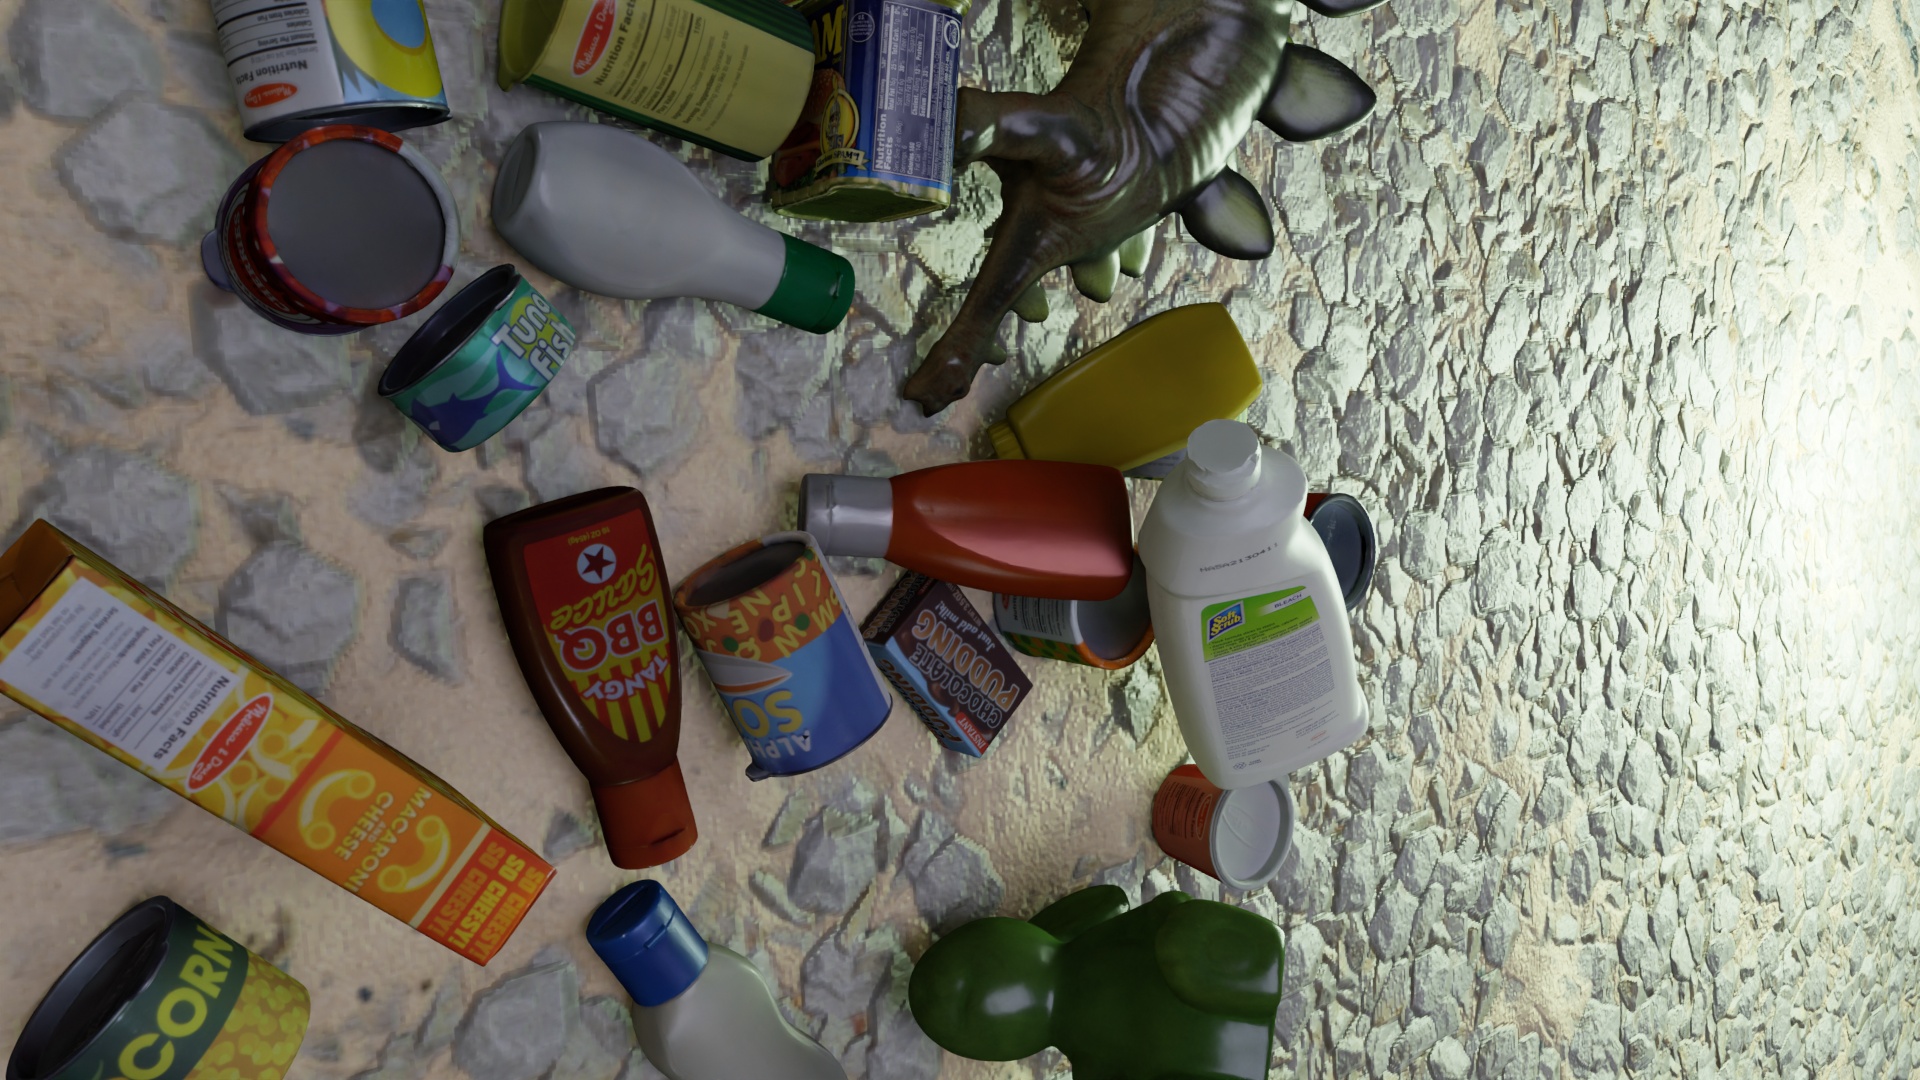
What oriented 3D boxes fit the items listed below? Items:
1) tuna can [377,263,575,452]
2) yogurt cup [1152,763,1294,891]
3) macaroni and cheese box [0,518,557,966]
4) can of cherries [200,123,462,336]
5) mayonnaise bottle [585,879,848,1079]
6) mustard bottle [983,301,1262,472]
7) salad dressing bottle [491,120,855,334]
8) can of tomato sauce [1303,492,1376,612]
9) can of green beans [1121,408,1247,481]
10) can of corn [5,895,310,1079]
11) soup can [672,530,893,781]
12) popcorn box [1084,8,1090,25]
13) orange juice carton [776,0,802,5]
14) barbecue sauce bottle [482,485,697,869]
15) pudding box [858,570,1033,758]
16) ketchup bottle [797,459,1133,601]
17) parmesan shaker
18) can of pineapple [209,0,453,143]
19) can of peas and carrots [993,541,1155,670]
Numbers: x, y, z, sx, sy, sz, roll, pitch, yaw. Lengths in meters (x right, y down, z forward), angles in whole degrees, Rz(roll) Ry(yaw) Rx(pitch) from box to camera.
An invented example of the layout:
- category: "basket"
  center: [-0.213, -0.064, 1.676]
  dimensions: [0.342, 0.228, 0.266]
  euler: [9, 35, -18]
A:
- category: "tuna can"
  center: [-0.173, -0.067, 0.503]
  dimensions: [0.032, 0.071, 0.071]
  euler: [48, 65, -32]
- category: "yogurt cup"
  center: [0.145, 0.157, 0.778]
  dimensions: [0.072, 0.054, 0.072]
  euler: [-3, 95, -38]
- category: "macaroni and cheese box"
  center: [-0.222, 0.063, 0.437]
  dimensions: [0.166, 0.123, 0.040]
  euler: [46, 69, -31]
- category: "can of cherries"
  center: [-0.215, -0.103, 0.475]
  dimensions: [0.071, 0.058, 0.071]
  euler: [-3, 94, -39]
- category: "mayonnaise bottle"
  center: [-0.104, 0.209, 0.593]
  dimensions: [0.065, 0.041, 0.147]
  euler: [-43, 116, -30]
- category: "mustard bottle"
  center: [0.064, -0.060, 0.680]
  dimensions: [0.160, 0.049, 0.065]
  euler: [-25, 87, 3]
- category: "salad dressing bottle"
  center: [-0.112, -0.121, 0.566]
  dimensions: [0.148, 0.044, 0.064]
  euler: [15, 82, -39]
- category: "can of tomato sauce"
  center: [0.176, 0.005, 0.775]
  dimensions: [0.071, 0.083, 0.071]
  euler: [-3, 95, -38]
- category: "can of green beans"
  center: [0.118, -0.060, 0.737]
  dimensions: [0.071, 0.071, 0.058]
  euler: [3, 91, -39]
- category: "can of corn"
  center: [-0.256, 0.159, 0.450]
  dimensions: [0.058, 0.071, 0.071]
  euler: [50, 64, -30]
- category: "soup can"
  center: [-0.077, 0.049, 0.588]
  dimensions: [0.072, 0.071, 0.083]
  euler: [-36, 113, -31]
- category: "popcorn box"
  center: [0.115, -0.316, 0.737]
  dimensions: [0.127, 0.038, 0.085]
  euler: [-27, 108, -34]
- category: "orange juice carton"
  center: [-0.099, -0.280, 0.548]
  dimensions: [0.192, 0.072, 0.073]
  euler: [35, 72, -34]
- category: "barbecue sauce bottle"
  center: [-0.140, 0.056, 0.553]
  dimensions: [0.065, 0.043, 0.148]
  euler: [-21, 106, -35]
- category: "pudding box"
  center: [-0.008, 0.059, 0.667]
  dimensions: [0.050, 0.030, 0.083]
  euler: [-50, 120, -24]
- category: "ketchup bottle"
  center: [0.002, -0.008, 0.629]
  dimensions: [0.149, 0.043, 0.065]
  euler: [4, 63, -14]
- category: "parmesan shaker"
  center: [-0.119, -0.192, 0.543]
  dimensions: [0.103, 0.071, 0.071]
  euler: [10, 86, -39]
- category: "can of pineapple"
  center: [-0.212, -0.169, 0.469]
  dimensions: [0.071, 0.071, 0.057]
  euler: [-18, 104, -36]
- category: "can of peas and carrots"
  center: [0.062, 0.030, 0.702]
  dimensions: [0.071, 0.058, 0.071]
  euler: [-3, 96, -38]
